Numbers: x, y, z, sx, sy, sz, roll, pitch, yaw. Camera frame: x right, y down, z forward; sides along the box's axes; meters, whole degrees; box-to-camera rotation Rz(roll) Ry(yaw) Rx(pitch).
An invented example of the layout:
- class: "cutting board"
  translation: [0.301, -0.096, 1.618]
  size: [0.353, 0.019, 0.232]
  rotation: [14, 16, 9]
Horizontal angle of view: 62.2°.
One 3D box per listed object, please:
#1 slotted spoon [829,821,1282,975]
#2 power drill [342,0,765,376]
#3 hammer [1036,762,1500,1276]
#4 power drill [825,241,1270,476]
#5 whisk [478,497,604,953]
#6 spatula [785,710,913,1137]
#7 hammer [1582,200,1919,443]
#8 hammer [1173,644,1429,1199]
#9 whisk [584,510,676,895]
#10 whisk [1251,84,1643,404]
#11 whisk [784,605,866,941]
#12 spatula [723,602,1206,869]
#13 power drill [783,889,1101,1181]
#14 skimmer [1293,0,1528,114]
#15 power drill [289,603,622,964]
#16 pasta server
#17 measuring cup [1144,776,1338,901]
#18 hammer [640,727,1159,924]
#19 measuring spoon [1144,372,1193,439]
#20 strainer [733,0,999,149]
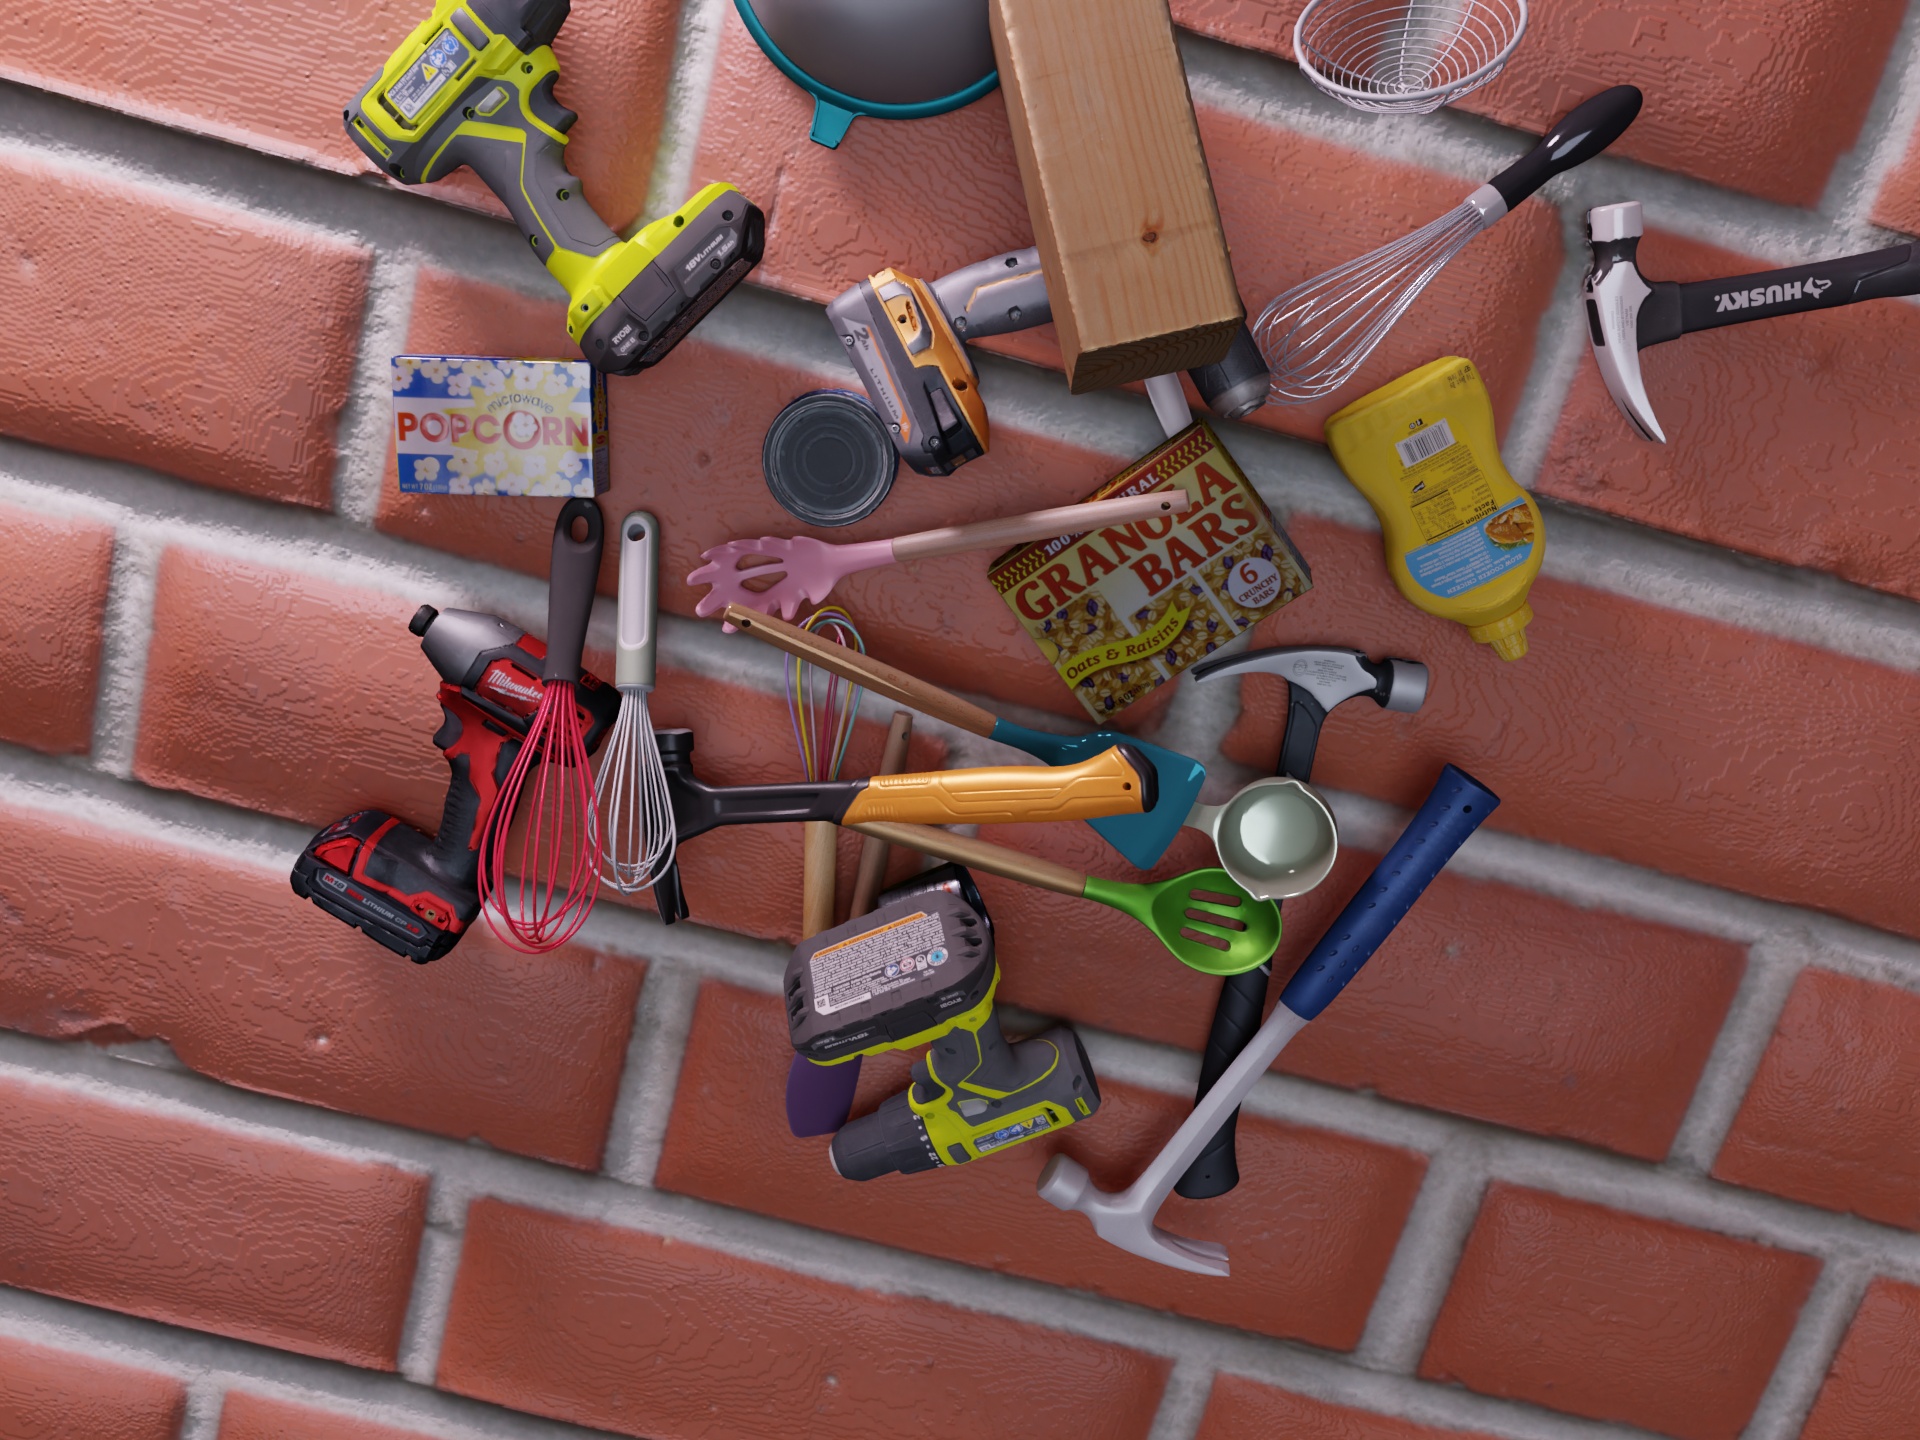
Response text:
- class: "slotted spoon"
  translation: [0.057, 0.099, 1.040]
  size: [0.313, 0.031, 0.070]
  rotation: [16, 88, -2]
- class: "power drill"
  translation: [-0.228, -0.332, 0.940]
  size: [0.171, 0.080, 0.223]
  rotation: [-42, 98, 11]
- class: "hammer"
  translation: [0.222, 0.204, 1.062]
  size: [0.144, 0.035, 0.405]
  rotation: [33, 105, -6]
- class: "power drill"
  translation: [0.058, -0.226, 0.945]
  size: [0.226, 0.084, 0.185]
  rotation: [-28, 87, 6]
- class: "whisk"
  translation: [-0.247, -0.003, 0.976]
  size: [0.073, 0.073, 0.296]
  rotation: [1, 71, 1]
- class: "spatula"
  translation: [-0.072, 0.145, 1.091]
  size: [0.059, 0.018, 0.316]
  rotation: [3, 106, -37]
- class: "hammer"
  translation: [0.552, -0.264, 0.965]
  size: [0.335, 0.035, 0.146]
  rotation: [-9, 104, 3]
- class: "hammer"
  translation: [0.198, 0.144, 1.083]
  size: [0.149, 0.036, 0.408]
  rotation: [9, 106, 0]
- class: "whisk"
  translation: [-0.206, -0.013, 1.004]
  size: [0.058, 0.059, 0.246]
  rotation: [-1, 82, 5]
- class: "whisk"
  translation: [0.287, -0.288, 0.953]
  size: [0.284, 0.070, 0.070]
  rotation: [-37, 102, 5]
- class: "whisk"
  translation: [-0.088, 0.042, 1.059]
  size: [0.051, 0.047, 0.245]
  rotation: [8, 110, 11]
- class: "spatula"
  translation: [-0.002, -0.003, 1.003]
  size: [0.317, 0.044, 0.082]
  rotation: [23, 110, -12]
- class: "power drill"
  translation: [-0.027, 0.223, 1.048]
  size: [0.190, 0.080, 0.228]
  rotation: [-21, 135, 6]
- class: "skimmer"
  translation: [0.289, -0.513, 0.872]
  size: [0.127, 0.090, 0.363]
  rotation: [23, 104, 27]
- class: "power drill"
  translation: [-0.336, 0.035, 1.043]
  size: [0.143, 0.078, 0.219]
  rotation: [33, 100, -9]
- class: "pasta server"
  translation: [-0.016, -0.107, 0.985]
  size: [0.316, 0.040, 0.060]
  rotation: [-8, 112, 15]
- class: "measuring cup"
  translation: [0.163, 0.060, 1.031]
  size: [0.167, 0.038, 0.083]
  rotation: [18, 105, 16]
- class: "hammer"
  translation: [-0.043, 0.057, 0.994]
  size: [0.337, 0.034, 0.127]
  rotation: [-4, 90, 17]
- class: "measuring spoon"
  translation: [0.139, -0.185, 1.006]
  size: [0.034, 0.018, 0.124]
  rotation: [-20, 97, 15]
- class: "strainer"
  translation: [-0.064, -0.509, 0.876]
  size: [0.211, 0.095, 0.340]
  rotation: [-23, 105, 7]
